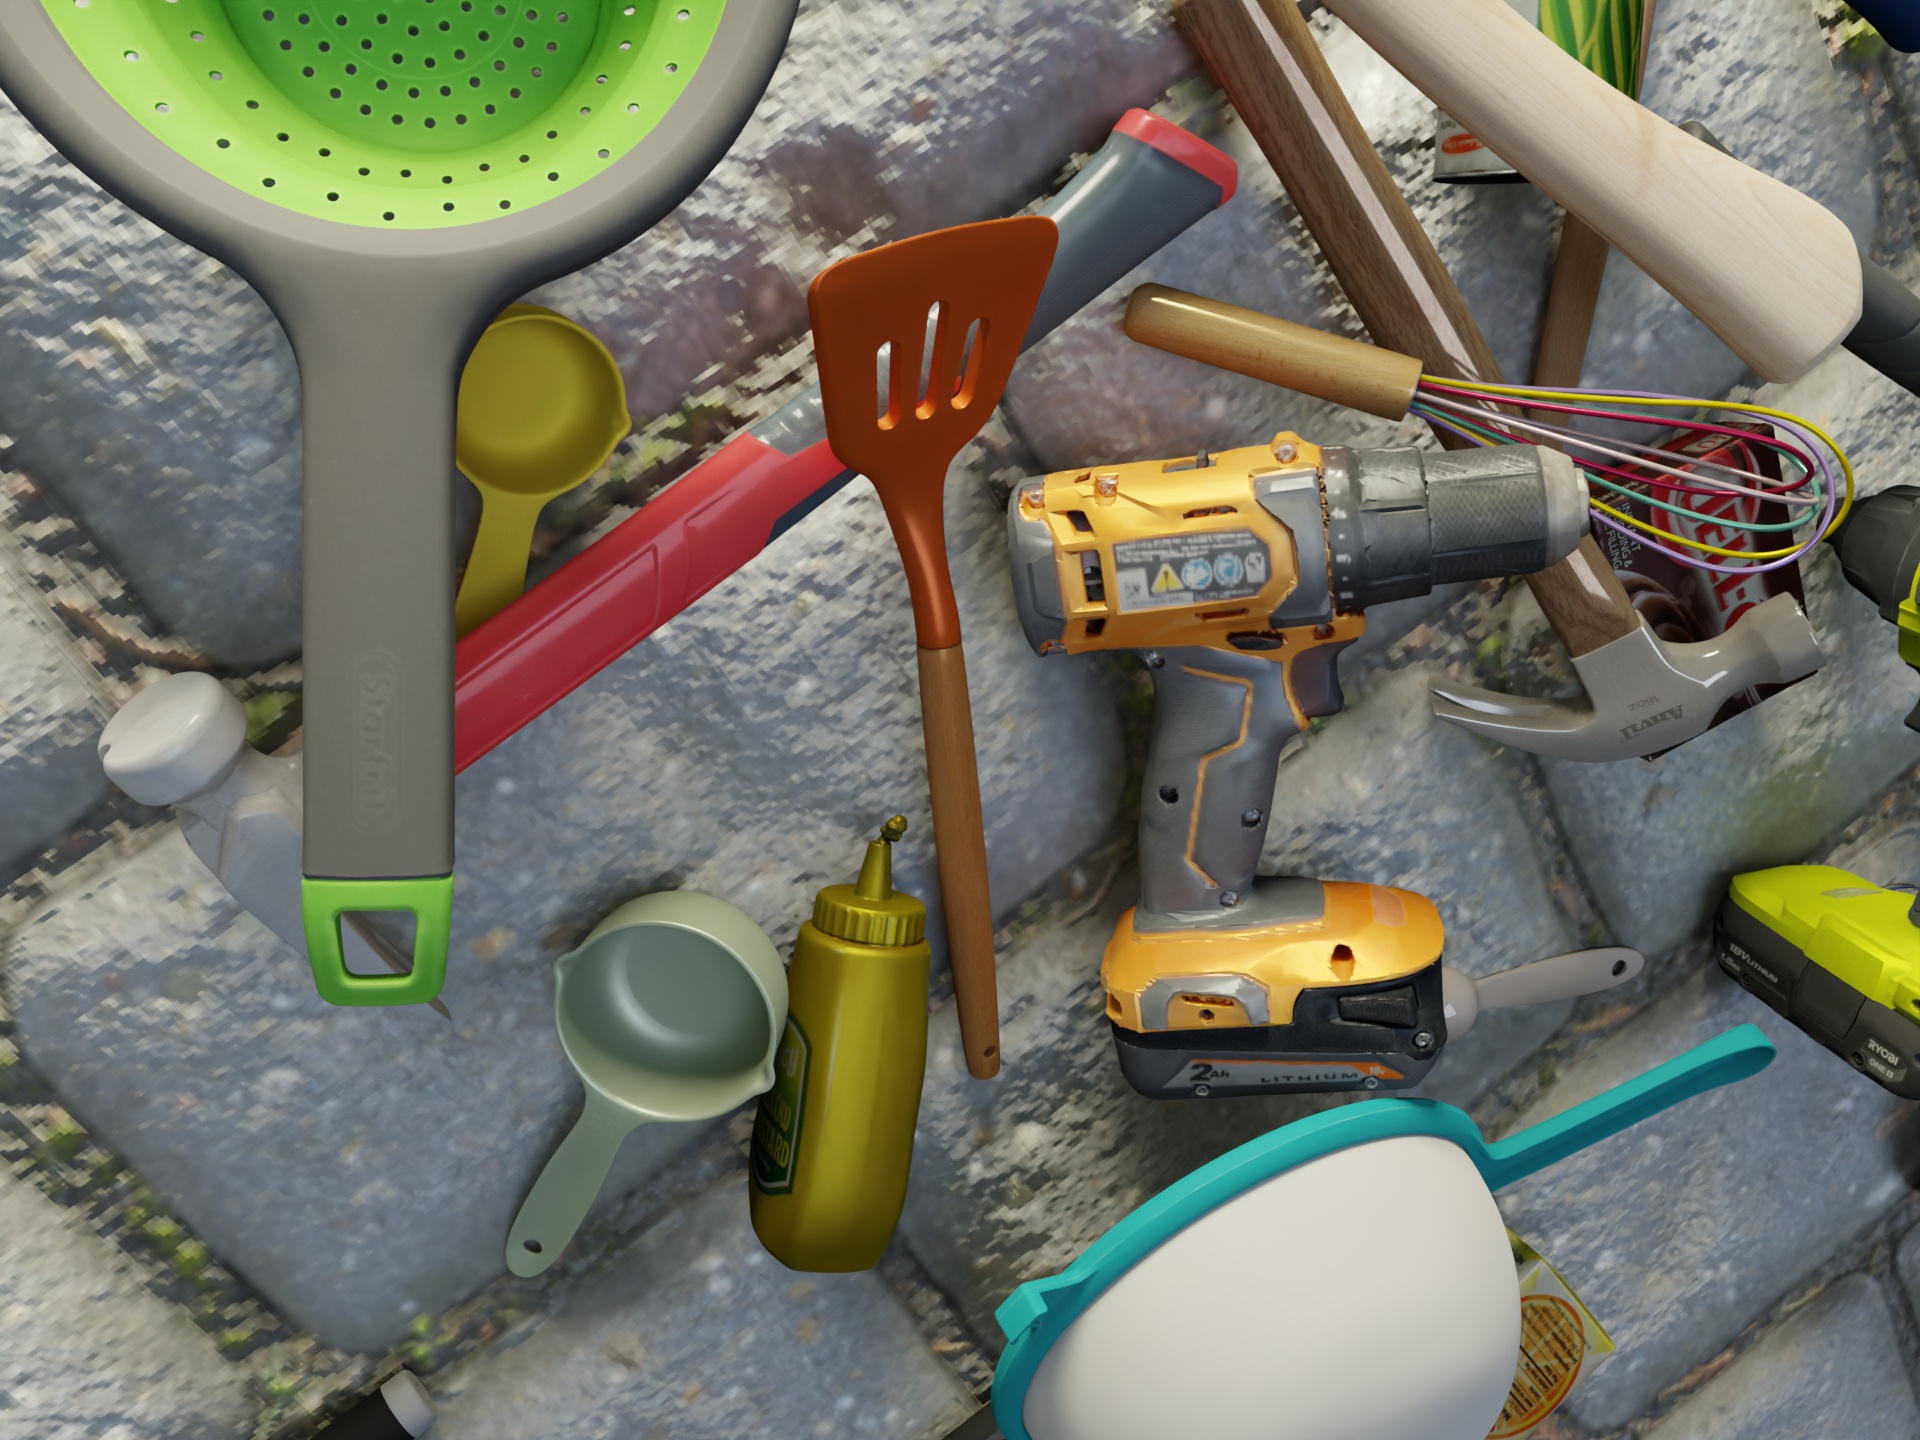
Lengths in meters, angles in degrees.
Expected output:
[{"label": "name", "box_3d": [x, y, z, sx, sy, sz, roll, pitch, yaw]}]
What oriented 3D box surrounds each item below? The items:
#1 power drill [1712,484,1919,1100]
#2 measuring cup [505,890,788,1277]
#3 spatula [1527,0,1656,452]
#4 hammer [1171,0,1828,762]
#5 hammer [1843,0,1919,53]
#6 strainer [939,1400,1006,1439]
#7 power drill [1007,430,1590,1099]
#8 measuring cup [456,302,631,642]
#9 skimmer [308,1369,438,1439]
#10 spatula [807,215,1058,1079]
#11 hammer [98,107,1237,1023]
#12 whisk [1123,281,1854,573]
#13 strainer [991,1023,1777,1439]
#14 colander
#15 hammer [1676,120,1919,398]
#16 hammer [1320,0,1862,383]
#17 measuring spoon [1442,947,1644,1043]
[{"label": "power drill", "box_3d": [0.395, 0.023, 0.643, 0.080, 0.171, 0.223, -3, 114, -20]}, {"label": "measuring cup", "box_3d": [-0.118, 0.129, 0.558, 0.083, 0.038, 0.167, 30, 113, -4]}, {"label": "spatula", "box_3d": [0.246, -0.241, 0.588, 0.059, 0.018, 0.316, 2, 104, -26]}, {"label": "hammer", "box_3d": [0.175, -0.119, 0.570, 0.130, 0.031, 0.331, -30, 108, 24]}, {"label": "hammer", "box_3d": [0.199, -0.300, 0.496, 0.405, 0.035, 0.144, 7, 63, -34]}, {"label": "strainer", "box_3d": [0.028, 0.273, 0.644, 0.258, 0.050, 0.086, -37, 153, 0]}, {"label": "power drill", "box_3d": [0.123, 0.013, 0.551, 0.185, 0.084, 0.226, -6, 108, 13]}, {"label": "measuring cup", "box_3d": [-0.149, -0.055, 0.501, 0.062, 0.029, 0.156, 4, 116, -35]}, {"label": "skimmer", "box_3d": [-0.345, 0.336, 0.537, 0.363, 0.090, 0.127, -36, 110, -18]}, {"label": "spatula", "box_3d": [-0.001, -0.002, 0.528, 0.081, 0.041, 0.322, -20, 122, -24]}, {"label": "hammer", "box_3d": [-0.060, -0.062, 0.511, 0.386, 0.038, 0.143, -38, 134, -11]}, {"label": "whisk", "box_3d": [0.175, -0.108, 0.535, 0.245, 0.047, 0.051, 19, 67, 7]}, {"label": "strainer", "box_3d": [0.182, 0.215, 0.585, 0.340, 0.095, 0.210, -22, 138, -11]}, {"label": "colander", "box_3d": [-0.149, -0.128, 0.420, 0.204, 0.094, 0.397, 1, 97, -14]}, {"label": "hammer", "box_3d": [0.422, -0.115, 0.629, 0.408, 0.149, 0.036, 26, 89, -19]}, {"label": "hammer", "box_3d": [0.111, -0.231, 0.485, 0.410, 0.038, 0.146, 36, 93, -11]}, {"label": "measuring spoon", "box_3d": [0.249, 0.118, 0.689, 0.124, 0.018, 0.034, -8, 107, -18]}]
